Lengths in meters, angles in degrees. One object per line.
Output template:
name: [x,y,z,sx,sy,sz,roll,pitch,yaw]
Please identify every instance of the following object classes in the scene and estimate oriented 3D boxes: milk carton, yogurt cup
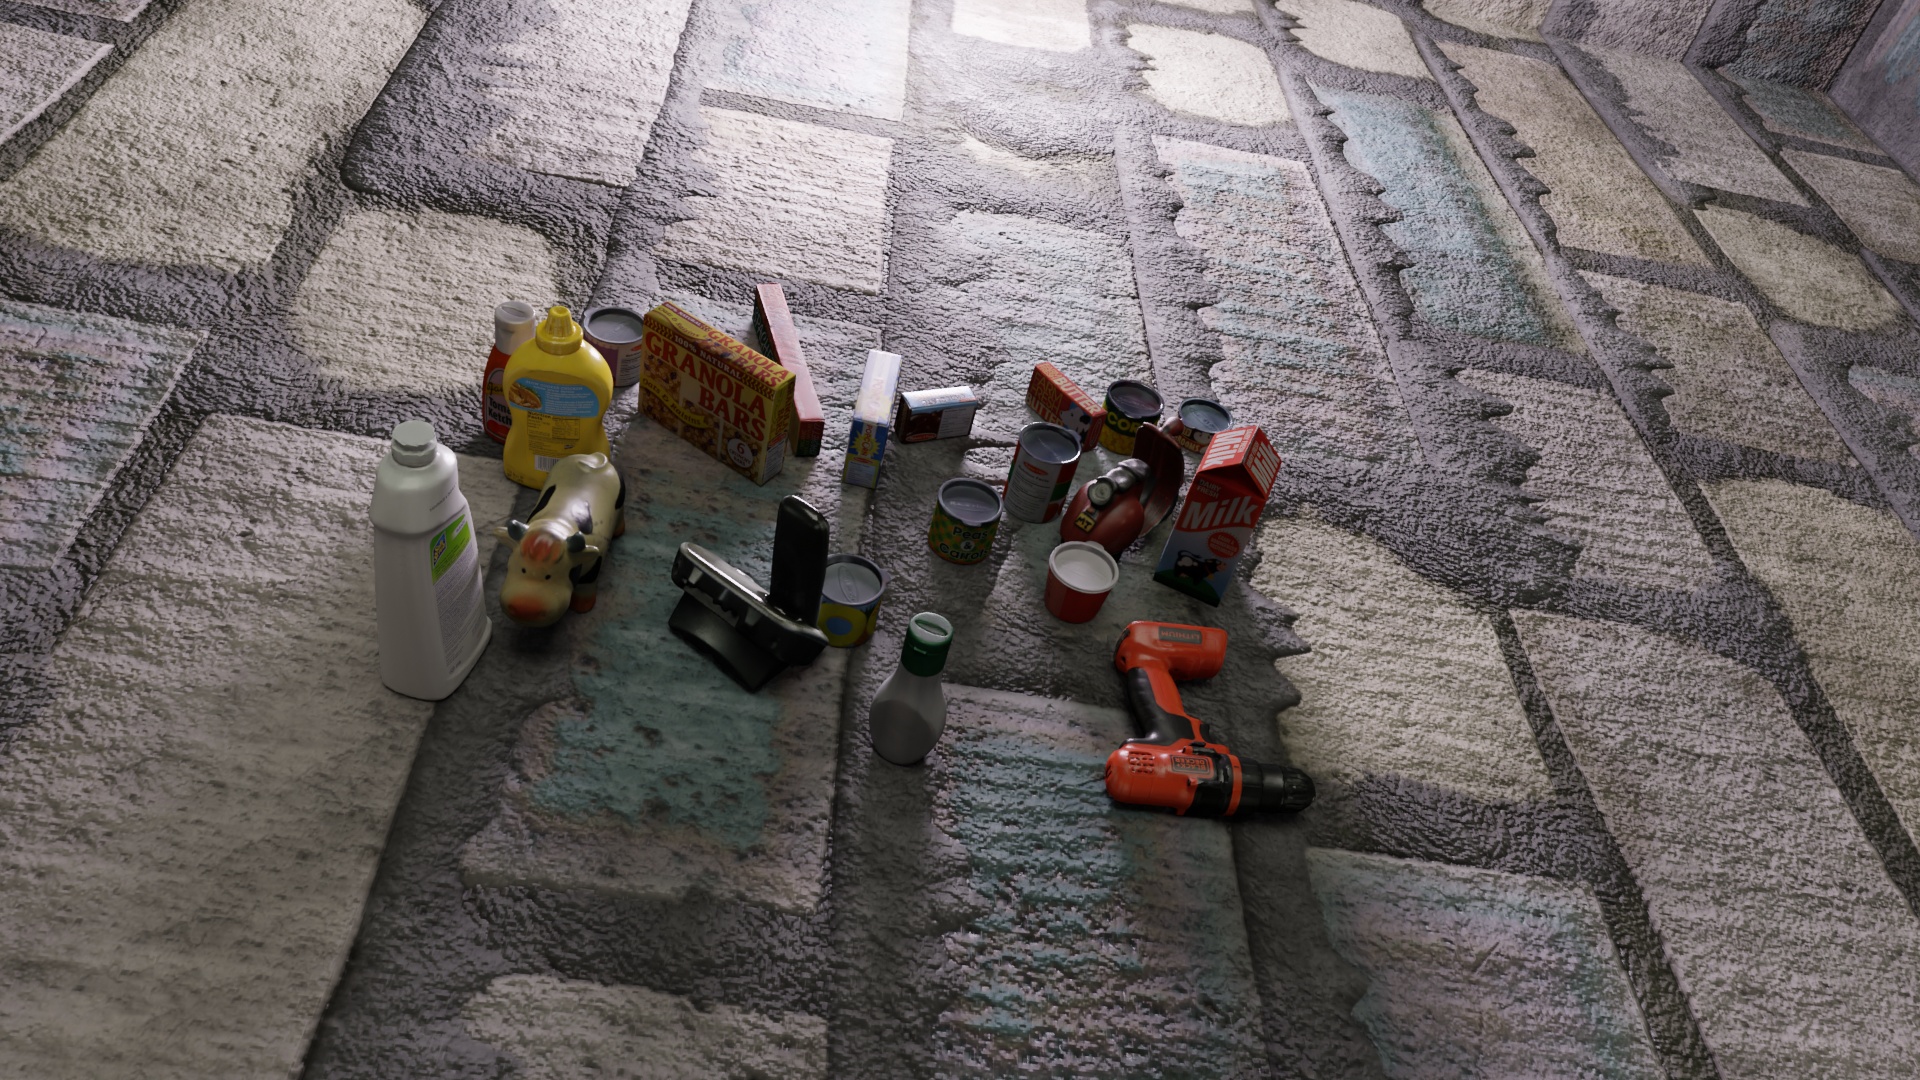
milk carton: [0.257,-0.033,1.361,0.073,0.189,0.073,24,42,9]
yogurt cup: [0.113,0.043,1.338,0.072,0.053,0.073,9,42,-8]

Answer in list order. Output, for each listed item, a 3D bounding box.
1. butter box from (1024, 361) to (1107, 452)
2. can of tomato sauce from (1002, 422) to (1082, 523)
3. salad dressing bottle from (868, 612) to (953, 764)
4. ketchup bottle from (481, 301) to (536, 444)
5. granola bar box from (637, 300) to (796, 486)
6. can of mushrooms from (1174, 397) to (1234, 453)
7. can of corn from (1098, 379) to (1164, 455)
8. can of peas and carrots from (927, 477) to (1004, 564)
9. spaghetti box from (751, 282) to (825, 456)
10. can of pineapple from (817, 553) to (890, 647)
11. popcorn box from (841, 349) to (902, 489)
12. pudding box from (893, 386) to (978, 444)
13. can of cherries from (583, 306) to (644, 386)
butter box: [0.116,-0.150,1.548,0.024,0.052,0.104,-22,53,-34]
can of tomato sauce: [0.084,-0.070,1.430,0.071,0.082,0.071,9,42,-8]
salad dressing bottle: [-0.037,0.122,1.136,0.064,0.146,0.044,24,42,9]
ketchup bottle: [-0.423,-0.157,1.322,0.065,0.148,0.044,21,42,6]
granola bar box: [-0.244,-0.147,1.383,0.166,0.123,0.039,31,44,17]
can of mushrooms: [0.275,-0.131,1.591,0.071,0.033,0.071,9,42,-8]
can of corn: [0.187,-0.135,1.551,0.071,0.058,0.071,9,42,-8]
can of peas and carrots: [0.005,-0.017,1.367,0.071,0.058,0.071,9,42,-8]
spaghetti box: [-0.188,-0.189,1.502,0.029,0.049,0.251,-3,45,-20]
can of pineapple: [-0.103,0.055,1.257,0.071,0.057,0.071,9,42,-8]
popcorn box: [-0.091,-0.127,1.437,0.038,0.084,0.127,12,42,-4]
pudding box: [-0.026,-0.135,1.493,0.084,0.049,0.030,-10,48,-26]
can of cherries: [-0.364,-0.205,1.459,0.071,0.058,0.072,9,42,-8]
